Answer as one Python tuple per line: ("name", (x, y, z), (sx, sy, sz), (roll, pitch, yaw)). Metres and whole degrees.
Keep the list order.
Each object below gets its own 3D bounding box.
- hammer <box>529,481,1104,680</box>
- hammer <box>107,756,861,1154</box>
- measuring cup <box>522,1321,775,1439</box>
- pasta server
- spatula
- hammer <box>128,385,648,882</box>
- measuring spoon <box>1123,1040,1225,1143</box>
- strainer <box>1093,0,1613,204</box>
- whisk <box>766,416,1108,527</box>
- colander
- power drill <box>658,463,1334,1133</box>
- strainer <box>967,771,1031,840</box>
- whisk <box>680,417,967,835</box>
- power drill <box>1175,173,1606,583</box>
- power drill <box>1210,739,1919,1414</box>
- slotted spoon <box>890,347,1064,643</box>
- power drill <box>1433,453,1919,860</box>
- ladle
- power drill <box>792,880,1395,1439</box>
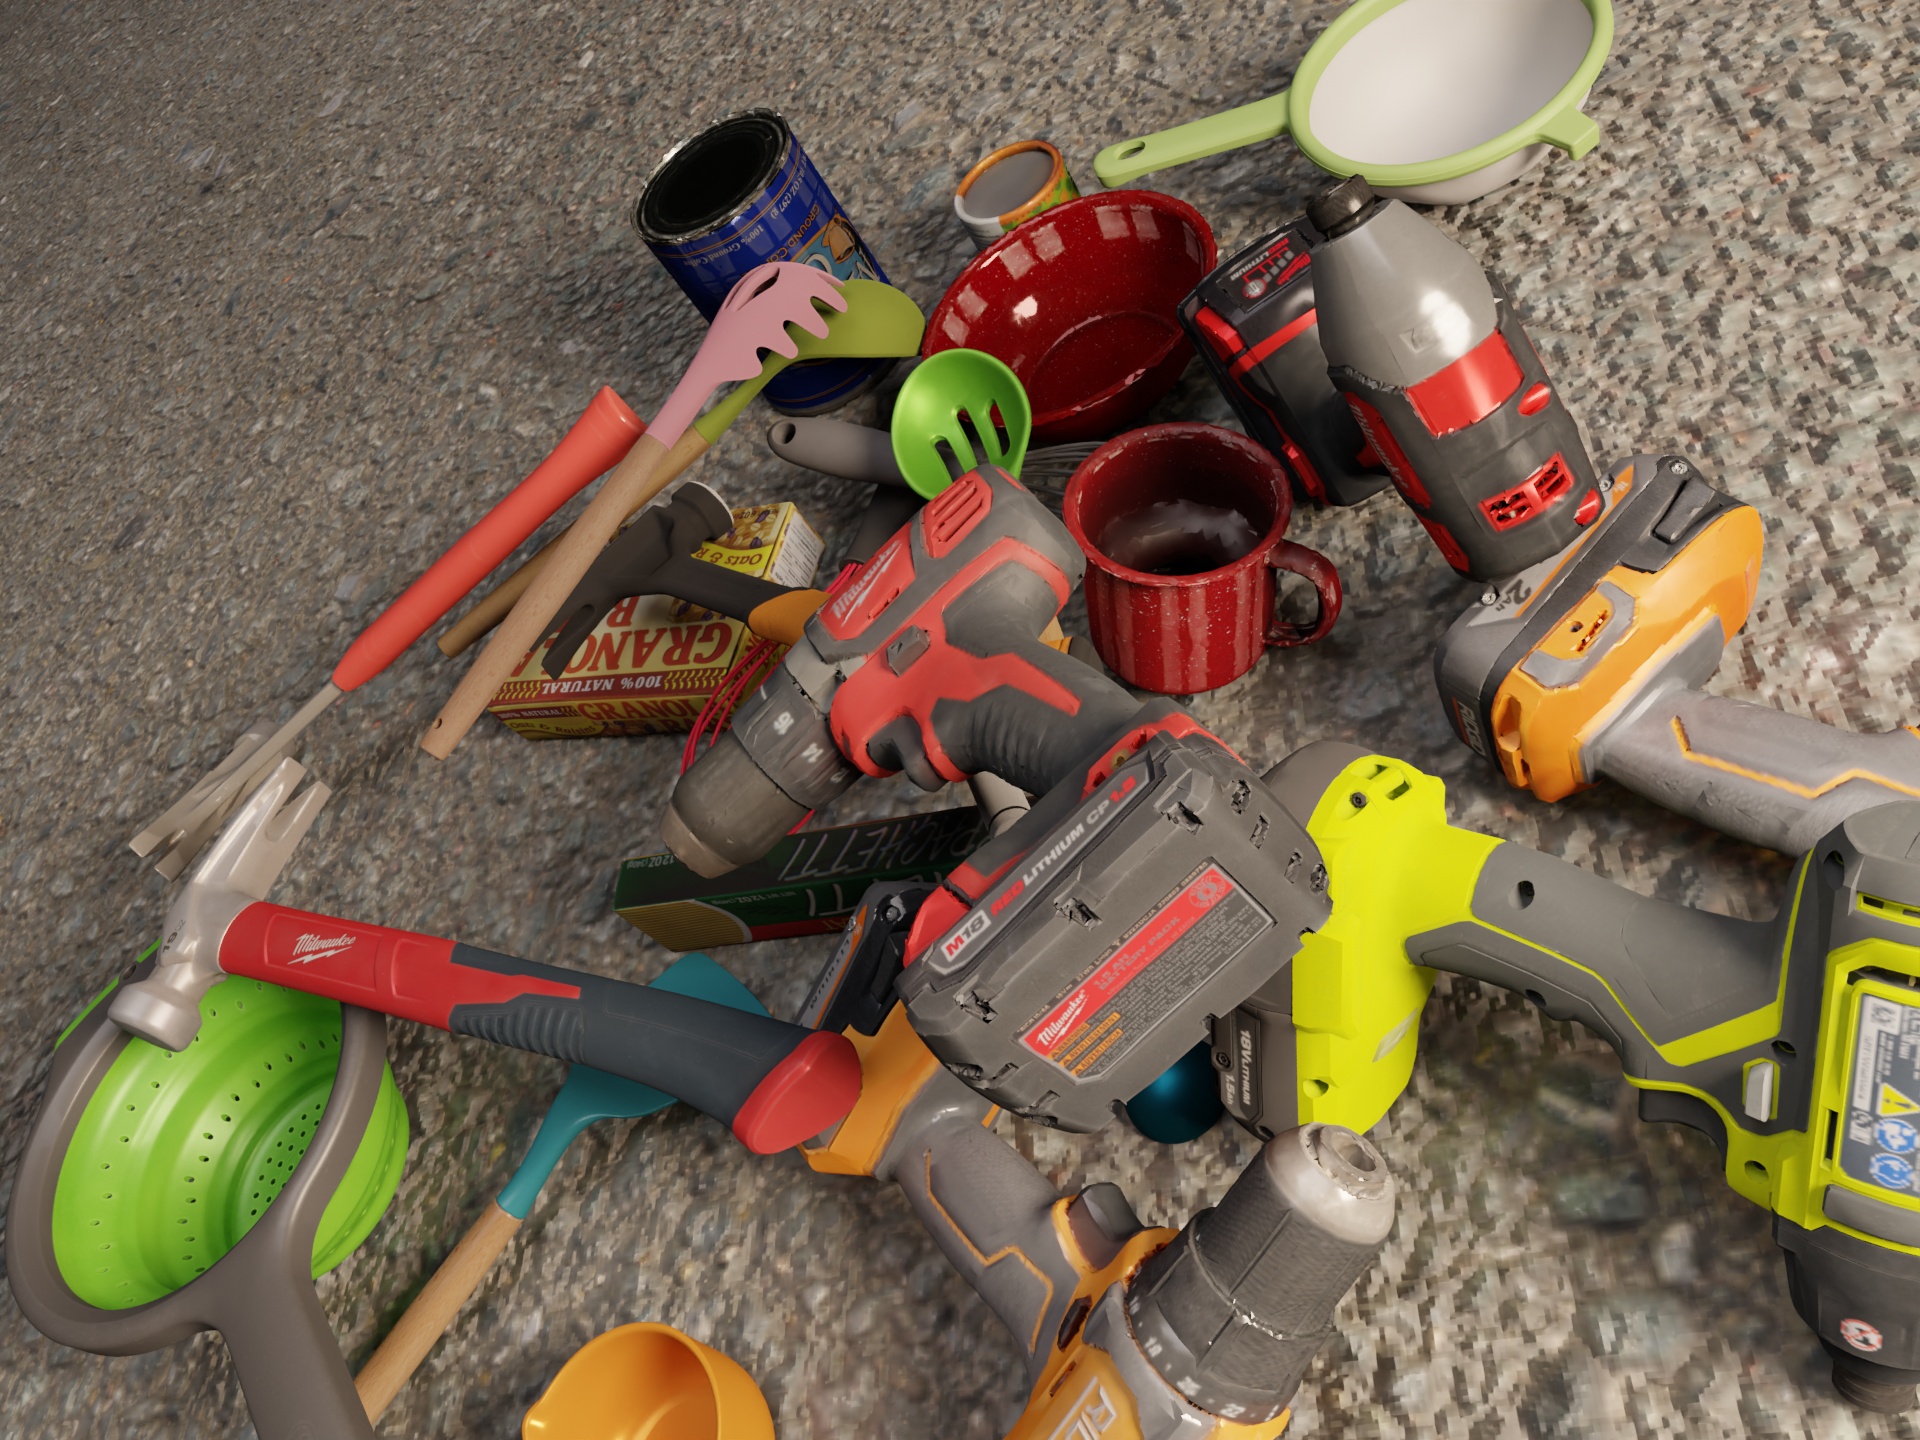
("hammer", (-0.070, -0.039, 0.705), (0.337, 0.034, 0.127), (19, 57, 46))
("hammer", (-0.196, 0.096, 0.651), (0.386, 0.038, 0.143), (4, 57, 33))
("measuring cup", (-0.122, 0.310, 0.569), (0.095, 0.052, 0.174), (-1, 60, 31))
("pasta server", (-0.160, -0.110, 0.781), (0.060, 0.040, 0.316), (19, 71, 43))
("spatula", (-0.204, 0.237, 0.692), (0.082, 0.044, 0.317), (33, 83, 42))
("hammer", (-0.308, -0.052, 0.874), (0.359, 0.036, 0.149), (-38, 18, 17))
("measuring spoon", (0.052, 0.115, 0.622), (0.042, 0.021, 0.129), (-47, 48, -7))
("strainer", (0.195, -0.292, 0.799), (0.256, 0.069, 0.152), (-6, 57, 29))
("whisk", (0.005, -0.123, 0.778), (0.239, 0.055, 0.055), (15, 66, 25))
("colander", (-0.284, 0.236, 0.688), (0.204, 0.094, 0.397), (-45, 46, -7))
("power drill", (-0.007, 0.028, 0.524), (0.188, 0.080, 0.227), (-43, 39, 6))
("strainer", (-0.001, -0.002, 0.690), (0.087, 0.050, 0.259), (-3, 27, -11))
("whisk", (-0.059, -0.059, 0.796), (0.073, 0.073, 0.296), (4, 54, 33))
("power drill", (0.155, -0.138, 0.610), (0.078, 0.143, 0.220), (-34, 15, 7))
("power drill", (0.189, 0.097, 0.475), (0.223, 0.171, 0.080), (12, 24, 40))
("slotted spoon", (0.029, -0.043, 0.673), (0.070, 0.031, 0.314), (-29, 52, 17))
("power drill", (0.291, 0.003, 0.520), (0.164, 0.084, 0.227), (-44, 51, -4))
("ladle", (-0.153, -0.129, 0.866), (0.320, 0.062, 0.078), (-39, 17, 5))
("power drill", (0.033, 0.147, 0.531), (0.185, 0.084, 0.226), (-61, 42, 24))
